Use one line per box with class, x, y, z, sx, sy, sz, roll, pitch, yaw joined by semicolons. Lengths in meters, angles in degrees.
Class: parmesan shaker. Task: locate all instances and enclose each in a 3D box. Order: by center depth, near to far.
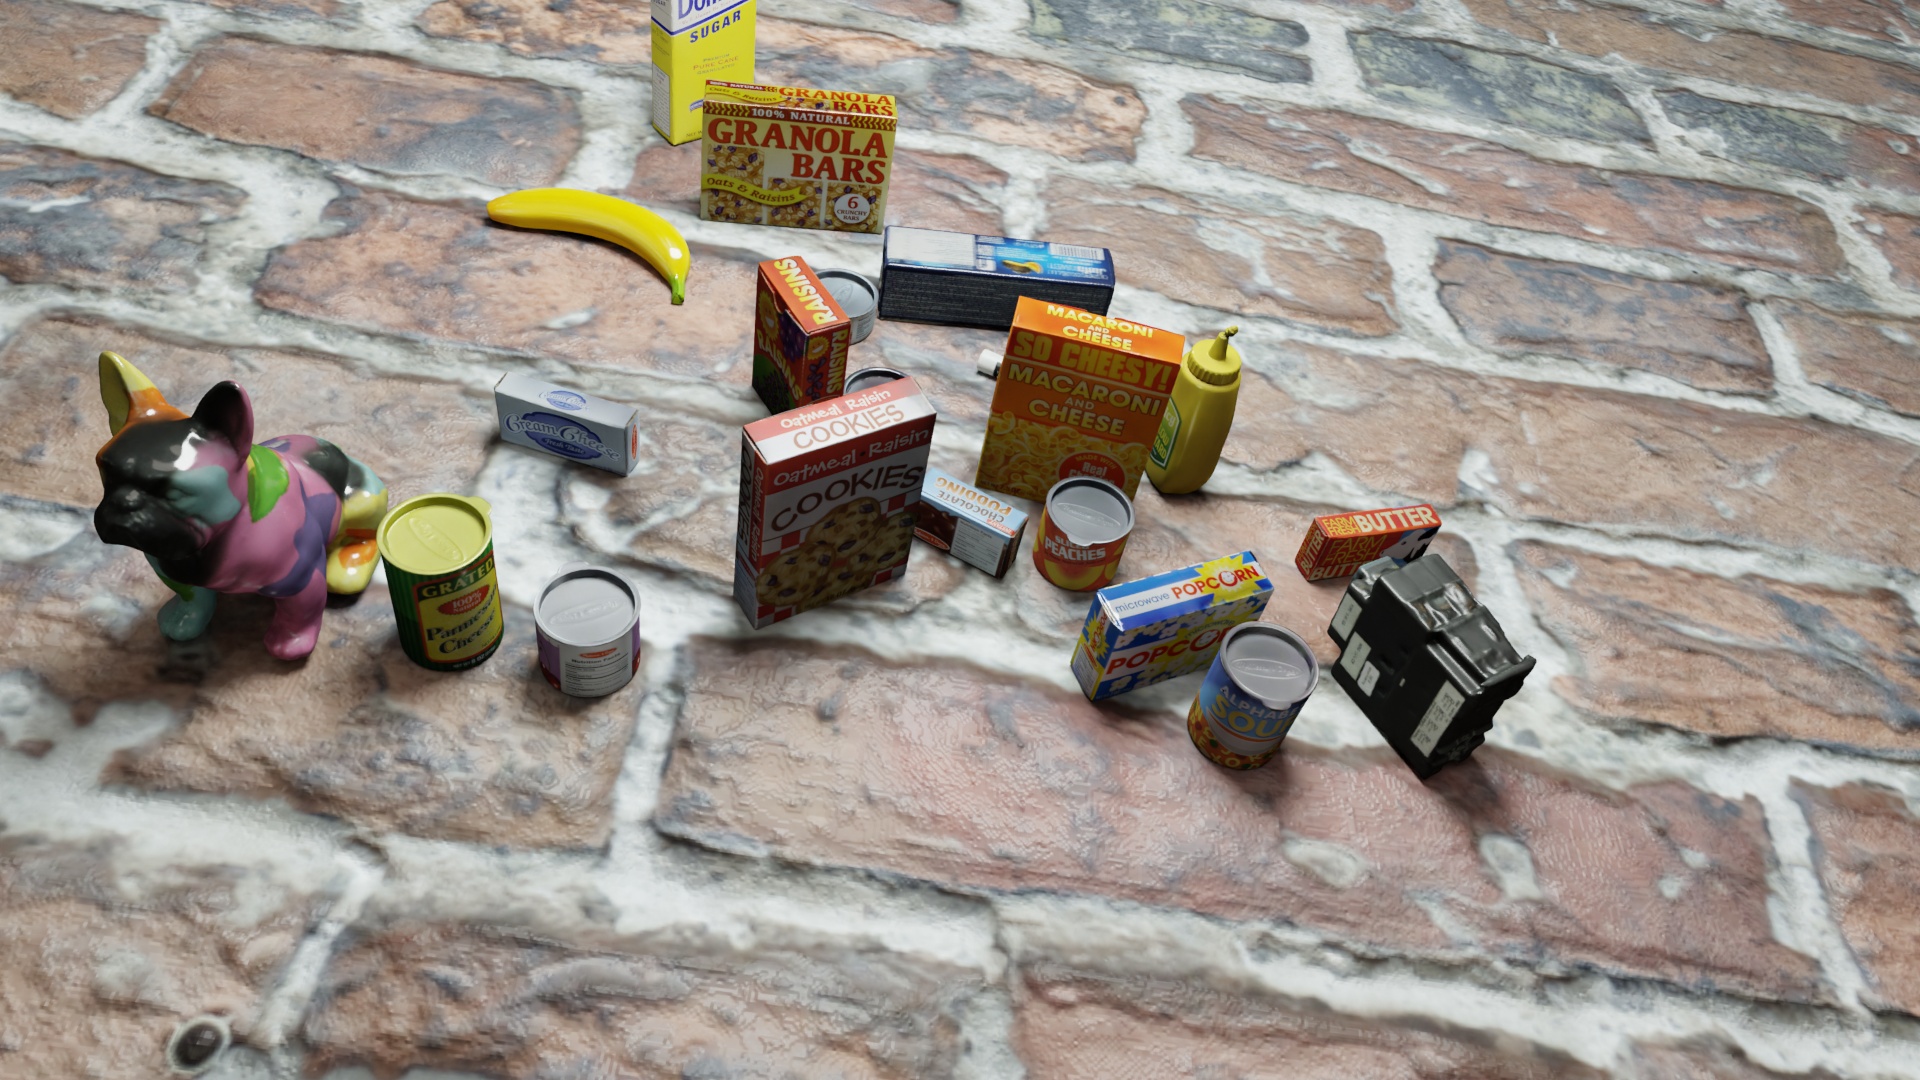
parmesan shaker;-0.325;0.027;0.882;0.071;0.102;0.072;6;48;-7

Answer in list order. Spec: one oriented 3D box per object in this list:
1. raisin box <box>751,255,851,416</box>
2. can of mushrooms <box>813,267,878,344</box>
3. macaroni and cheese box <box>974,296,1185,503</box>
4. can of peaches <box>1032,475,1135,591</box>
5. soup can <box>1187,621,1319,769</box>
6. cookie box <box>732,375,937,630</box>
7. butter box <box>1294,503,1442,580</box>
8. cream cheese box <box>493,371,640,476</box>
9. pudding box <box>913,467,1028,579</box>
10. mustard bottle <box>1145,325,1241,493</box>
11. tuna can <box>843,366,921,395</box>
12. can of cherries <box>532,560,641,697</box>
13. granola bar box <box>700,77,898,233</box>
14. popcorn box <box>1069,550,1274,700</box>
raisin box;-0.124;-0.142;1.062;0.040;0.122;0.086;-19;55;-26
can of mushrooms;-0.106;-0.199;1.176;0.071;0.033;0.071;6;48;-7
macaroni and cheese box;0.085;-0.095;1.034;0.124;0.165;0.040;14;48;0
can of peaches;0.089;-0.003;1.025;0.071;0.057;0.071;6;48;-7
soup can;0.195;0.107;0.931;0.071;0.083;0.072;6;48;-7
cookie box;-0.088;-0.024;0.934;0.123;0.166;0.040;-20;56;-27
butter box;0.314;0.001;1.072;0.104;0.052;0.024;-6;50;-17
cream cheese box;-0.289;-0.085;1.024;0.104;0.053;0.024;17;48;3
pudding box;0.004;-0.013;1.022;0.084;0.049;0.030;27;49;12
mustard bottle;0.182;-0.106;1.068;0.049;0.159;0.065;-5;50;-16
tuna can;-0.063;-0.102;1.099;0.071;0.032;0.071;6;48;-7
can of cherries;-0.241;0.057;0.903;0.071;0.058;0.072;6;48;-7
granola bar box;-0.145;-0.339;1.233;0.166;0.123;0.039;3;48;-9
popcorn box;0.146;0.059;0.963;0.127;0.084;0.038;-13;53;-22
